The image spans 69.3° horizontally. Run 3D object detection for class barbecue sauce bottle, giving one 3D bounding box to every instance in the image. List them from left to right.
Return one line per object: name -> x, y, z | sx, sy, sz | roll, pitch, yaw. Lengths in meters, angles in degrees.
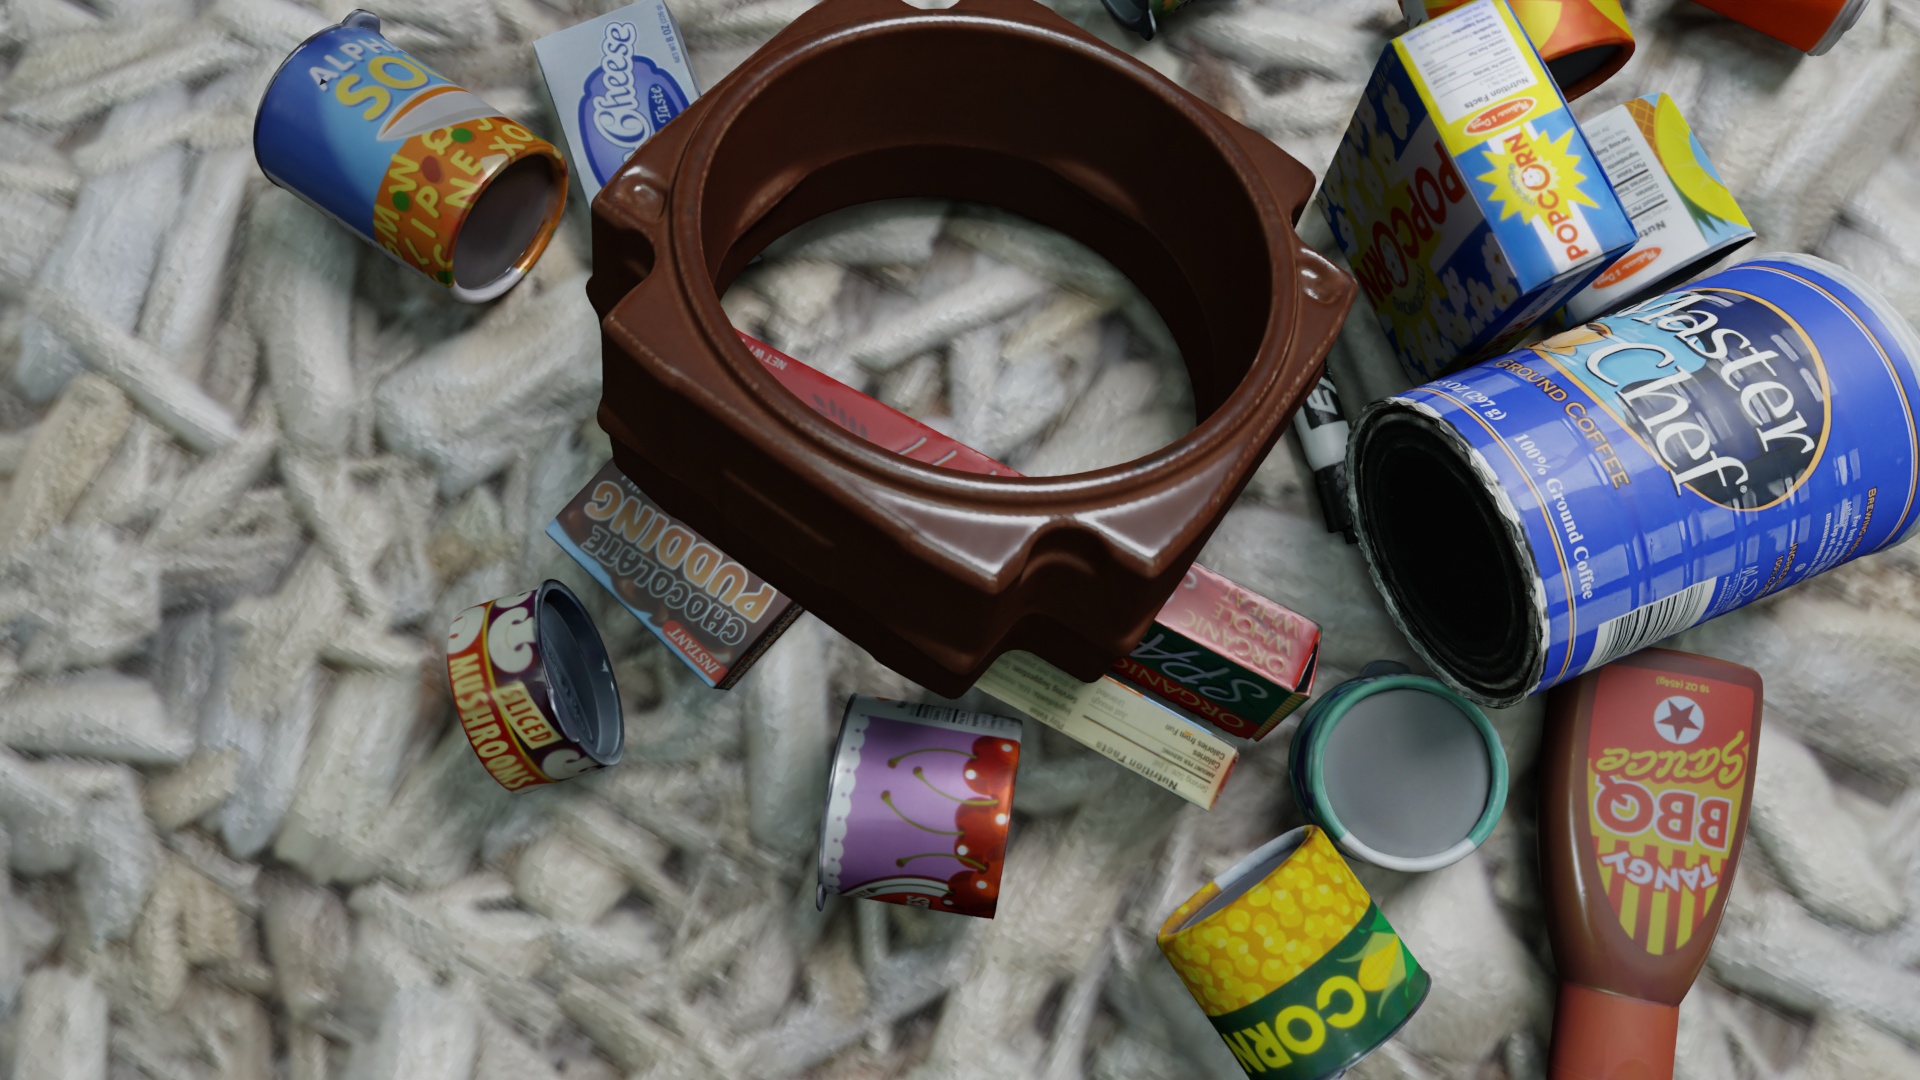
barbecue sauce bottle -> 0.220, 0.110, 0.456 | 0.065, 0.043, 0.148 | 10, 82, 3

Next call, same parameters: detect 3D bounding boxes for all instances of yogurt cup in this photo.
yogurt cup -> 0.295, -0.213, 0.492 | 0.054, 0.072, 0.072 | 23, 83, 13

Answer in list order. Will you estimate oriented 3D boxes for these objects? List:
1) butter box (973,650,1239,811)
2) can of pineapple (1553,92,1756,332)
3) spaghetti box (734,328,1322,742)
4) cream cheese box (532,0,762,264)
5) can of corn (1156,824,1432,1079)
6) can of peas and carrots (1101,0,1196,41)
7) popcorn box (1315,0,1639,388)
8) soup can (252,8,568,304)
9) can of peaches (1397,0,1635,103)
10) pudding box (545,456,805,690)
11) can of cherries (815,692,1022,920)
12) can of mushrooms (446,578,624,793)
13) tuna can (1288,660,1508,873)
butter box -> 0.040, 0.054, 0.465 | 0.103, 0.053, 0.024 | 27, 87, 6
can of pineapple -> 0.226, -0.111, 0.479 | 0.071, 0.071, 0.058 | -26, 82, -2
spaghetti box -> 0.002, -0.006, 0.475 | 0.250, 0.050, 0.029 | 27, 62, 6
cream cheese box -> -0.116, -0.144, 0.515 | 0.053, 0.024, 0.104 | -21, 81, 0
can of corn -> 0.104, 0.134, 0.442 | 0.071, 0.071, 0.058 | -35, 81, -3
can of peas and carrots -> 0.078, -0.225, 0.499 | 0.059, 0.071, 0.071 | -27, 82, -2
popcorn box -> 0.160, -0.105, 0.448 | 0.038, 0.126, 0.085 | -25, 82, 2
soup can -> -0.192, -0.135, 0.494 | 0.084, 0.071, 0.071 | 33, 84, 6
can of peaches -> 0.196, -0.184, 0.487 | 0.071, 0.071, 0.058 | -17, 82, 0
pudding box -> -0.098, 0.008, 0.488 | 0.084, 0.030, 0.050 | 43, 86, 7
can of cherries -> -0.013, 0.089, 0.455 | 0.058, 0.071, 0.071 | 9, 82, 2
can of mushrooms -> -0.141, 0.050, 0.463 | 0.033, 0.071, 0.071 | -19, 82, 1
tuna can -> 0.147, 0.075, 0.469 | 0.071, 0.033, 0.071 | 0, 82, 2
